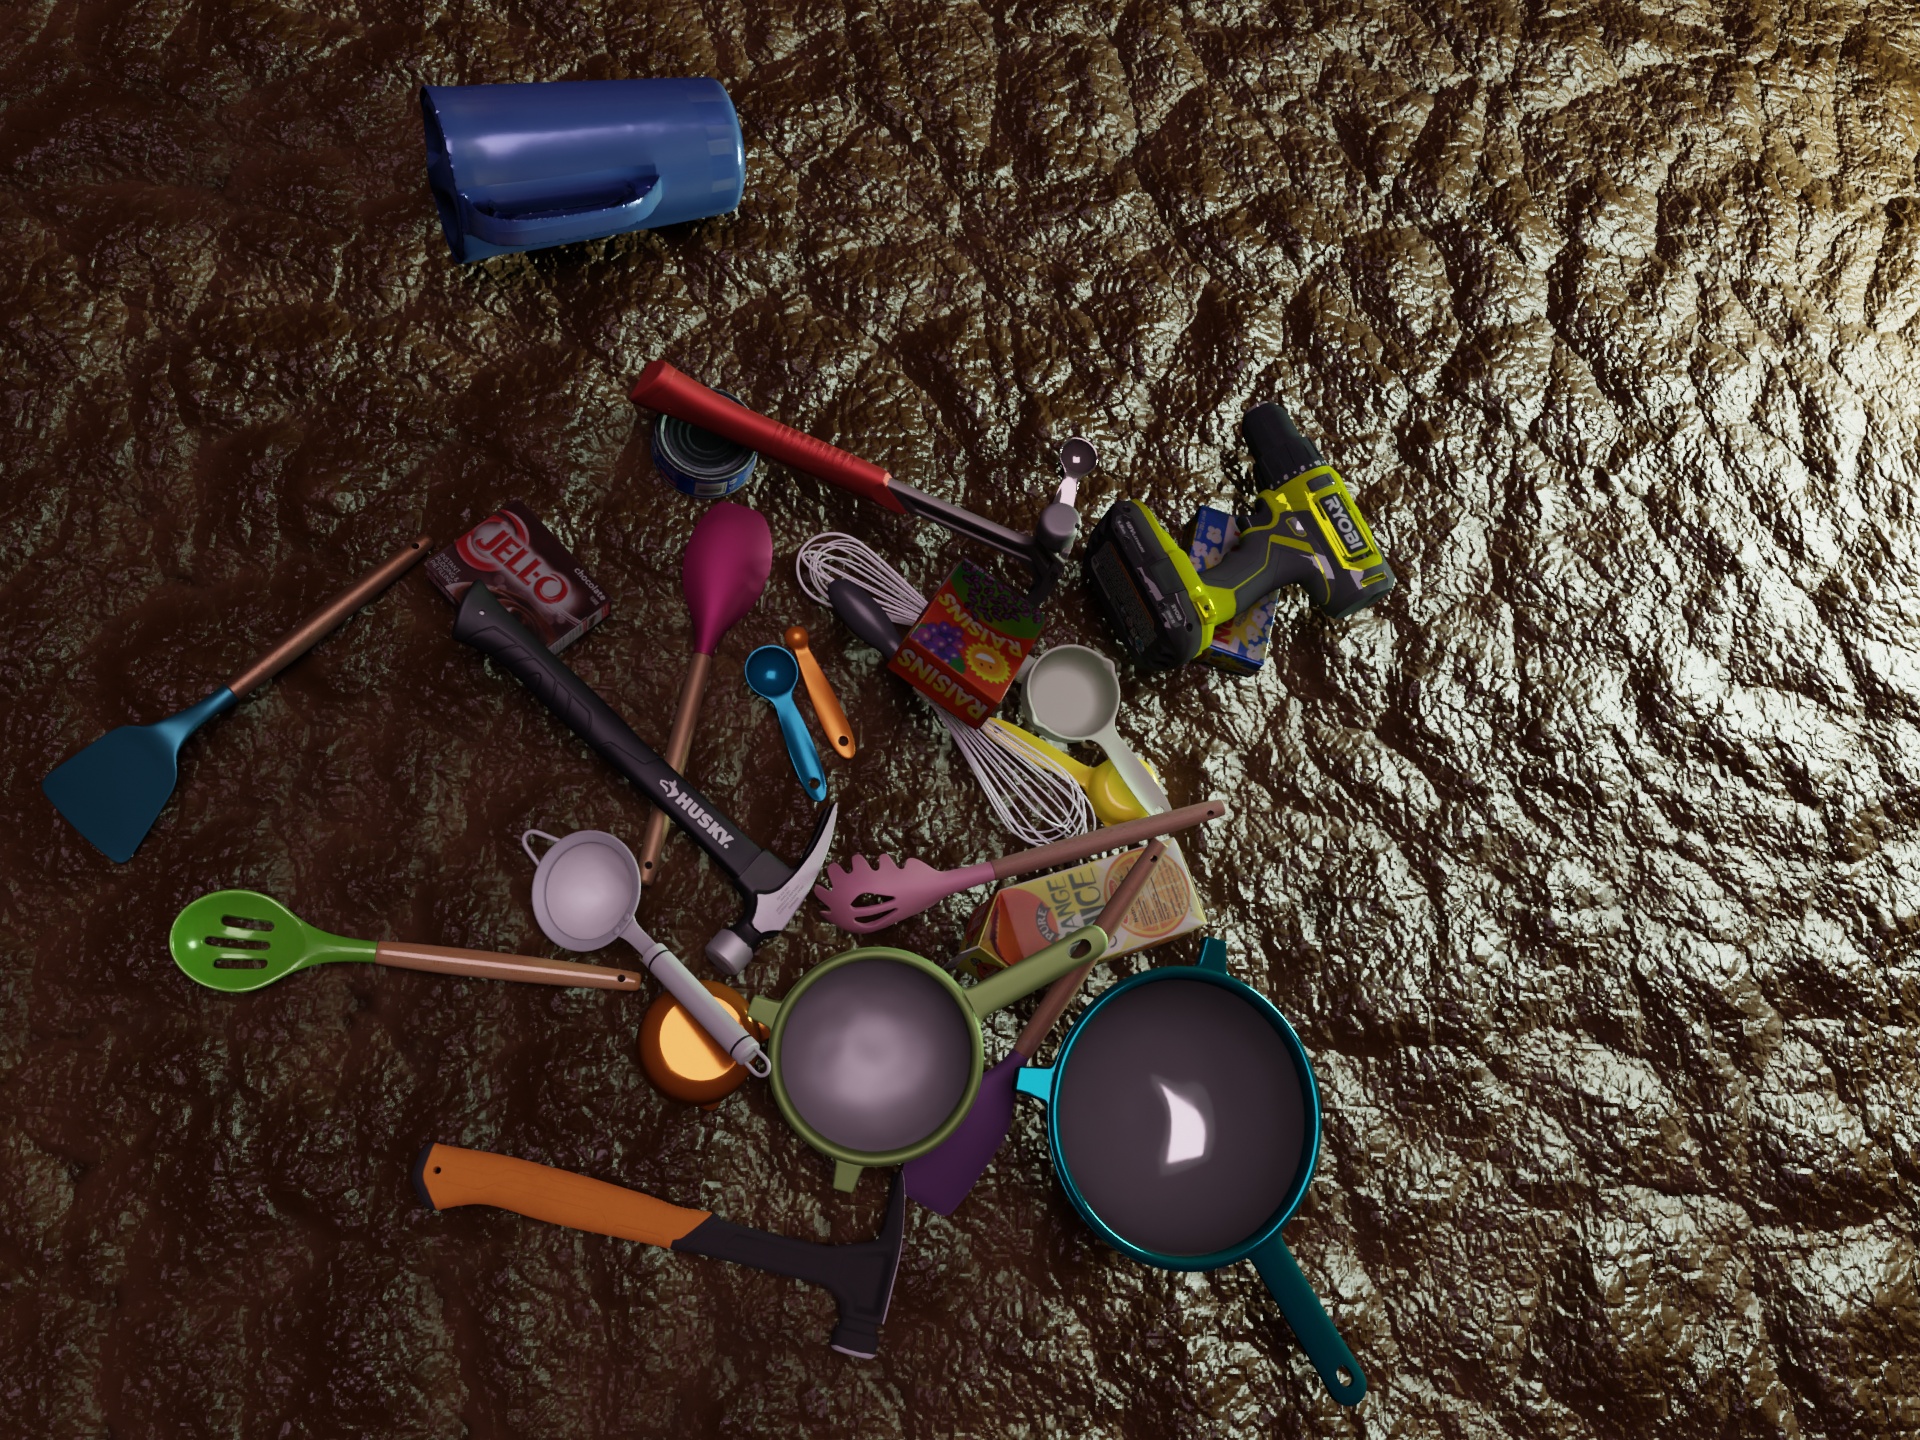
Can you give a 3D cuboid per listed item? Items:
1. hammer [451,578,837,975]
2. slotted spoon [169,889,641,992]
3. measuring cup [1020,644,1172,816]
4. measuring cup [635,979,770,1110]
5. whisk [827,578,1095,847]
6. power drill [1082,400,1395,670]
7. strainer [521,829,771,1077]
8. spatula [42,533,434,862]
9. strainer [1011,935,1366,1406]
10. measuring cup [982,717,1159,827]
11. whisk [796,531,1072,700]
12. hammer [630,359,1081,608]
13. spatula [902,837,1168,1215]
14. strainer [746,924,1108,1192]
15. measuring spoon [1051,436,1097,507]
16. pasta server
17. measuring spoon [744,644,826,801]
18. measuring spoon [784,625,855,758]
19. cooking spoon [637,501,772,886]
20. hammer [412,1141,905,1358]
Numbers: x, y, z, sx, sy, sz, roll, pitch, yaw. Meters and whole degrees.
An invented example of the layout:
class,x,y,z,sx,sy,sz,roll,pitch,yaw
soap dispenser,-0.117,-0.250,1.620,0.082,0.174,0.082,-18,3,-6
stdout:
class,x,y,z,sx,sy,sz,roll,pitch,yaw
hammer,-0.238,0.022,1.165,0.334,0.035,0.146,44,65,-7
slotted spoon,-0.383,0.168,1.115,0.313,0.031,0.070,8,71,-13
measuring cup,0.111,0.017,1.256,0.083,0.038,0.167,-37,93,-17
measuring cup,-0.146,0.219,1.140,0.173,0.052,0.095,-13,76,-15
whisk,-0.003,-0.003,1.232,0.284,0.070,0.070,46,68,-1
power drill,0.220,-0.151,1.295,0.228,0.080,0.191,-22,78,-21
strainer,-0.218,0.162,1.114,0.259,0.050,0.087,40,92,26
spatula,-0.507,-0.034,1.153,0.082,0.044,0.317,43,64,3
strainer,0.183,0.343,1.164,0.211,0.095,0.340,-31,89,-21
measuring cup,0.088,0.033,1.269,0.156,0.029,0.062,27,68,-6
whisk,-0.019,-0.078,1.275,0.246,0.058,0.059,28,103,-7
hammer,-0.085,-0.188,1.245,0.359,0.149,0.037,23,68,-2
spatula,0.056,0.218,1.149,0.059,0.018,0.316,34,91,-10
strainer,-0.014,0.210,1.134,0.256,0.069,0.151,-27,89,-6
measuring spoon,0.086,-0.182,1.350,0.034,0.018,0.124,19,76,-7
pasta server,0.048,0.103,1.196,0.316,0.040,0.060,-15,112,-9
measuring spoon,-0.133,0.004,1.236,0.042,0.021,0.128,-20,87,-20
measuring spoon,-0.109,-0.023,1.249,0.021,0.011,0.117,-21,79,-19
cooking spoon,-0.204,-0.026,1.224,0.068,0.017,0.319,16,70,-13
hammer,-0.205,0.339,1.098,0.336,0.034,0.127,16,70,-8
